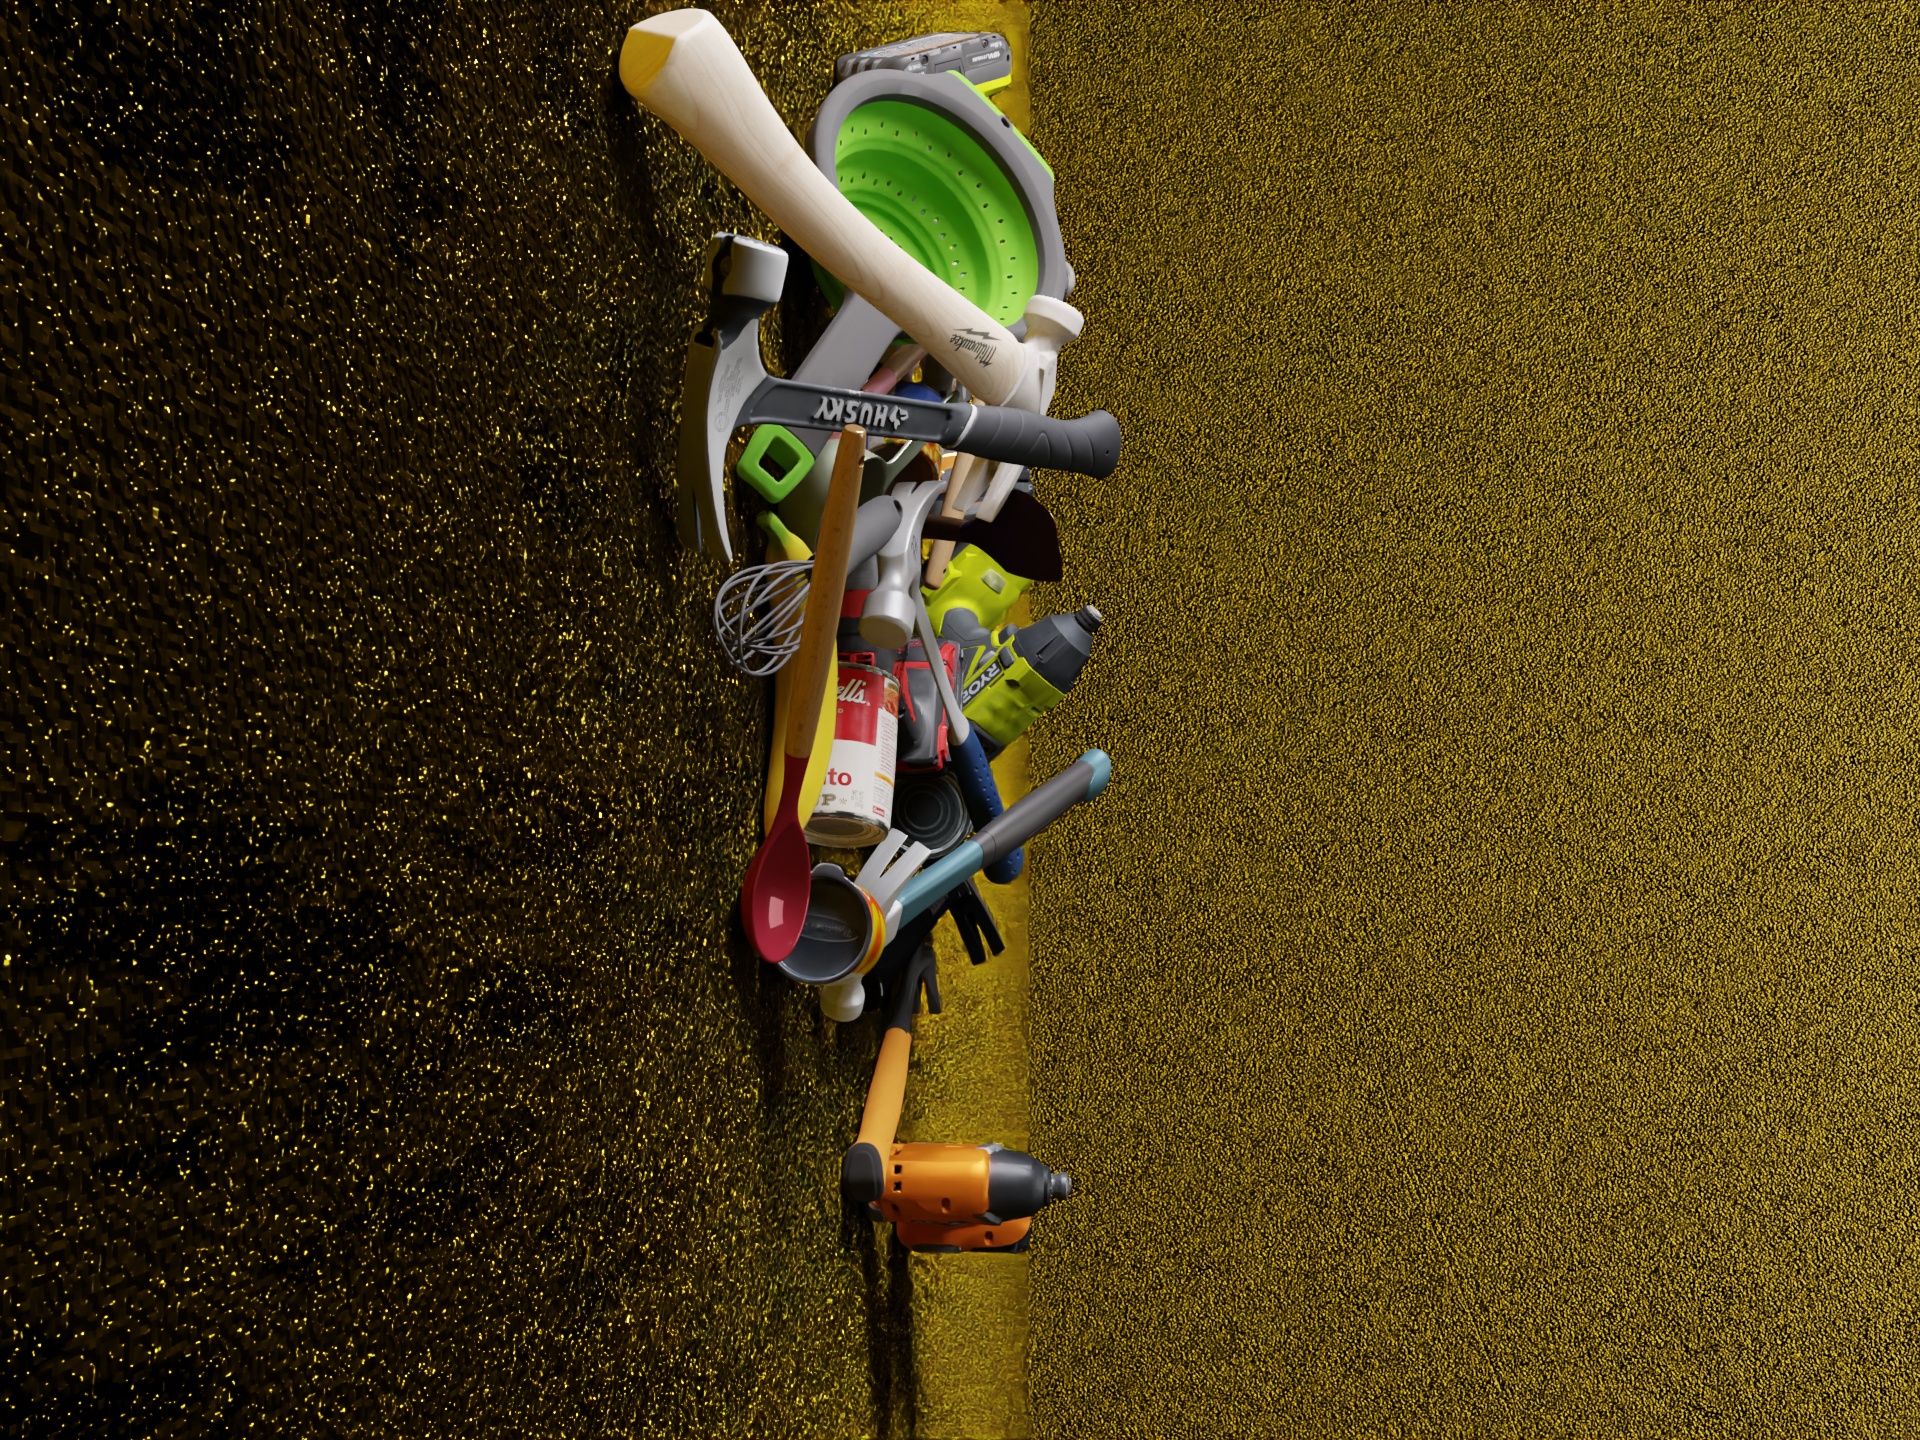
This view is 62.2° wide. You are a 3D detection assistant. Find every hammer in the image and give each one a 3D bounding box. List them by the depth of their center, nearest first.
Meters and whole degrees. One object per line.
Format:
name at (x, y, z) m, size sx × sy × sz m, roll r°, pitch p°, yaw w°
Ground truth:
hammer at (-0.048, -0.235, 0.856) m, size 0.410 × 0.038 × 0.146 m, roll 24°, pitch 89°, yaw -61°
hammer at (-0.013, -0.162, 0.894) m, size 0.408 × 0.036 × 0.149 m, roll -8°, pitch 116°, yaw -57°
hammer at (-0.002, -0.004, 1.165) m, size 0.405 × 0.035 × 0.144 m, roll 71°, pitch 22°, yaw -53°
hammer at (0.016, 0.096, 1.178) m, size 0.331 × 0.033 × 0.128 m, roll -30°, pitch 142°, yaw -48°
hammer at (-0.036, 0.173, 1.308) m, size 0.146 × 0.035 × 0.335 m, roll 59°, pitch 14°, yaw -2°
hammer at (-0.054, 0.281, 1.322) m, size 0.337 × 0.034 × 0.127 m, roll -76°, pitch 163°, yaw -65°

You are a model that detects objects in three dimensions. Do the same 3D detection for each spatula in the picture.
spatula at (-0.006, -0.138, 1.129) m, size 0.316 × 0.018 × 0.059 m, roll 20°, pitch -57°, yaw 63°

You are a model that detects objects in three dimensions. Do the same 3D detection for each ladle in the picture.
ladle at (-0.081, -0.005, 0.830) m, size 0.069 × 0.031 × 0.315 m, roll -48°, pitch 155°, yaw -57°

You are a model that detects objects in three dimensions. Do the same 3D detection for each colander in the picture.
colander at (-0.063, -0.262, 1.021) m, size 0.204 × 0.094 × 0.397 m, roll 41°, pitch 51°, yaw -19°

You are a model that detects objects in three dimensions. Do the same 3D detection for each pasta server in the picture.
pasta server at (-0.033, -0.255, 1.129) m, size 0.060 × 0.040 × 0.316 m, roll 93°, pitch 23°, yaw -43°

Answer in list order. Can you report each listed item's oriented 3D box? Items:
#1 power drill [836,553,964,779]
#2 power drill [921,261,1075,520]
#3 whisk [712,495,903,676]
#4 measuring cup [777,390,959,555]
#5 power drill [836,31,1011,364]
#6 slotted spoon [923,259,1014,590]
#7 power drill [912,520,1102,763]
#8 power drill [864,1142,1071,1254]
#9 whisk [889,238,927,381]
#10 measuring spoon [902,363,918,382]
power drill at (-0.053, -0.047, 1.185) m, size 0.219 × 0.078 × 0.143 m, roll 64°, pitch 27°, yaw -68°
power drill at (0.019, -0.297, 1.390) m, size 0.084 × 0.185 × 0.226 m, roll 31°, pitch -51°, yaw 52°
whisk at (-0.080, -0.087, 0.900) m, size 0.239 × 0.055 × 0.055 m, roll -54°, pitch 145°, yaw -60°
measuring cup at (-0.058, -0.167, 1.007) m, size 0.168 × 0.038 × 0.083 m, roll -51°, pitch 163°, yaw -32°
power drill at (-0.005, -0.408, 1.240) m, size 0.190 × 0.080 × 0.228 m, roll -29°, pitch 126°, yaw -32°
slotted spoon at (0.020, -0.246, 1.208) m, size 0.070 × 0.031 × 0.314 m, roll 46°, pitch 58°, yaw -69°
power drill at (0.031, -0.076, 1.361) m, size 0.080 × 0.171 × 0.223 m, roll 37°, pitch 18°, yaw -32°
power drill at (0.012, 0.399, 1.336) m, size 0.226 × 0.164 × 0.084 m, roll 79°, pitch 12°, yaw -67°
whisk at (-0.029, -0.321, 1.419) m, size 0.059 × 0.058 × 0.246 m, roll -61°, pitch 144°, yaw -38°
measuring spoon at (-0.056, -0.298, 1.439) m, size 0.034 × 0.018 × 0.124 m, roll 52°, pitch 44°, yaw -63°
